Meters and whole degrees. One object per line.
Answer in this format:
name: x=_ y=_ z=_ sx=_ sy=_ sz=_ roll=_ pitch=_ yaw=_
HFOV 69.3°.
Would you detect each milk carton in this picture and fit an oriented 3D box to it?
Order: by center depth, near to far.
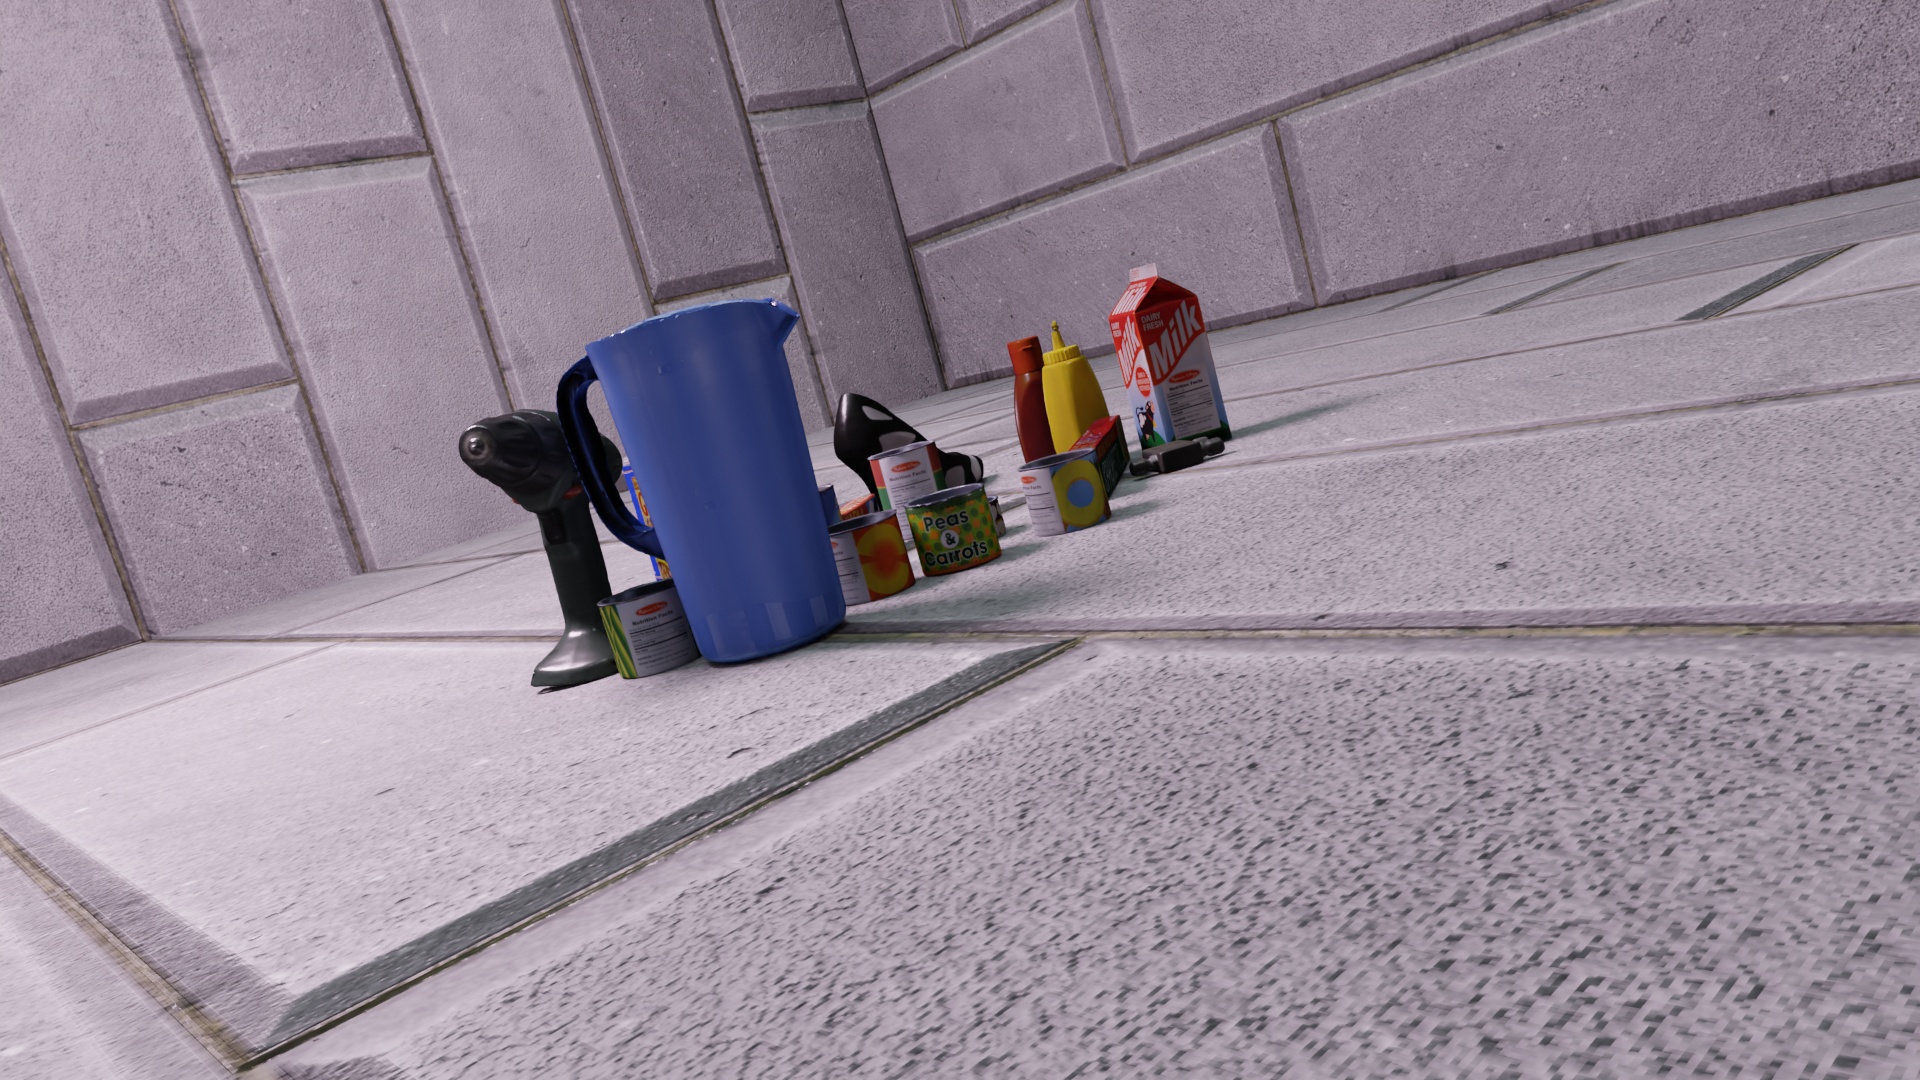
milk carton: x=0.207 y=-0.184 z=1.407 sx=0.073 sy=0.190 sz=0.072 roll=-17 pitch=8 yaw=-14

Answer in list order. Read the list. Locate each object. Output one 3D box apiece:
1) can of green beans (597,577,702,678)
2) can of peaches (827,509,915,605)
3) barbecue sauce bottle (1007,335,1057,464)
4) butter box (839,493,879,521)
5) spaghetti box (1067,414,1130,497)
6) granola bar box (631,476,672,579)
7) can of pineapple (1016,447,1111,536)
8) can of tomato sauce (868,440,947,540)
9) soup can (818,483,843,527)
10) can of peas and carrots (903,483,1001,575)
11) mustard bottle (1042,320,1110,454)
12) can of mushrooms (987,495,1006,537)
can of green beans: x=-0.225 y=0.063 z=1.018 sx=0.071 sy=0.057 sz=0.071 roll=-15 pitch=8 yaw=2
can of peaches: x=-0.071 y=0.013 z=1.073 sx=0.071 sy=0.058 sz=0.071 roll=-15 pitch=8 yaw=2
barbecue sauce bottle: x=0.088 y=-0.154 z=1.562 sx=0.065 sy=0.148 sz=0.044 roll=-16 pitch=8 yaw=-4
butter box: x=-0.095 y=-0.006 z=1.250 sx=0.024 sy=0.053 sz=0.104 roll=-13 pitch=9 yaw=16
spaghetti box: x=0.135 y=-0.081 z=1.337 sx=0.028 sy=0.050 sz=0.251 roll=-13 pitch=9 yaw=14
granola bar box: x=-0.255 y=-0.009 z=1.315 sx=0.039 sy=0.124 sz=0.165 roll=-20 pitch=9 yaw=-27
can of pineapple: x=0.087 y=-0.040 z=1.137 sx=0.071 sy=0.057 sz=0.071 roll=-15 pitch=8 yaw=2
can of tomato sauce: x=-0.046 y=-0.048 z=1.337 sx=0.071 sy=0.083 sz=0.071 roll=-15 pitch=8 yaw=2
soup can: x=-0.124 y=0.001 z=1.155 sx=0.071 sy=0.083 sz=0.071 roll=-15 pitch=8 yaw=2
can of peas and carrots: x=-0.006 y=-0.009 z=1.093 sx=0.071 sy=0.058 sz=0.071 roll=-15 pitch=8 yaw=2
mustard bottle: x=0.119 y=-0.155 z=1.472 sx=0.065 sy=0.160 sz=0.048 roll=-22 pitch=10 yaw=-40
can of mushrooms: x=0.004 y=-0.015 z=1.201 sx=0.071 sy=0.033 sz=0.071 roll=-15 pitch=8 yaw=2
